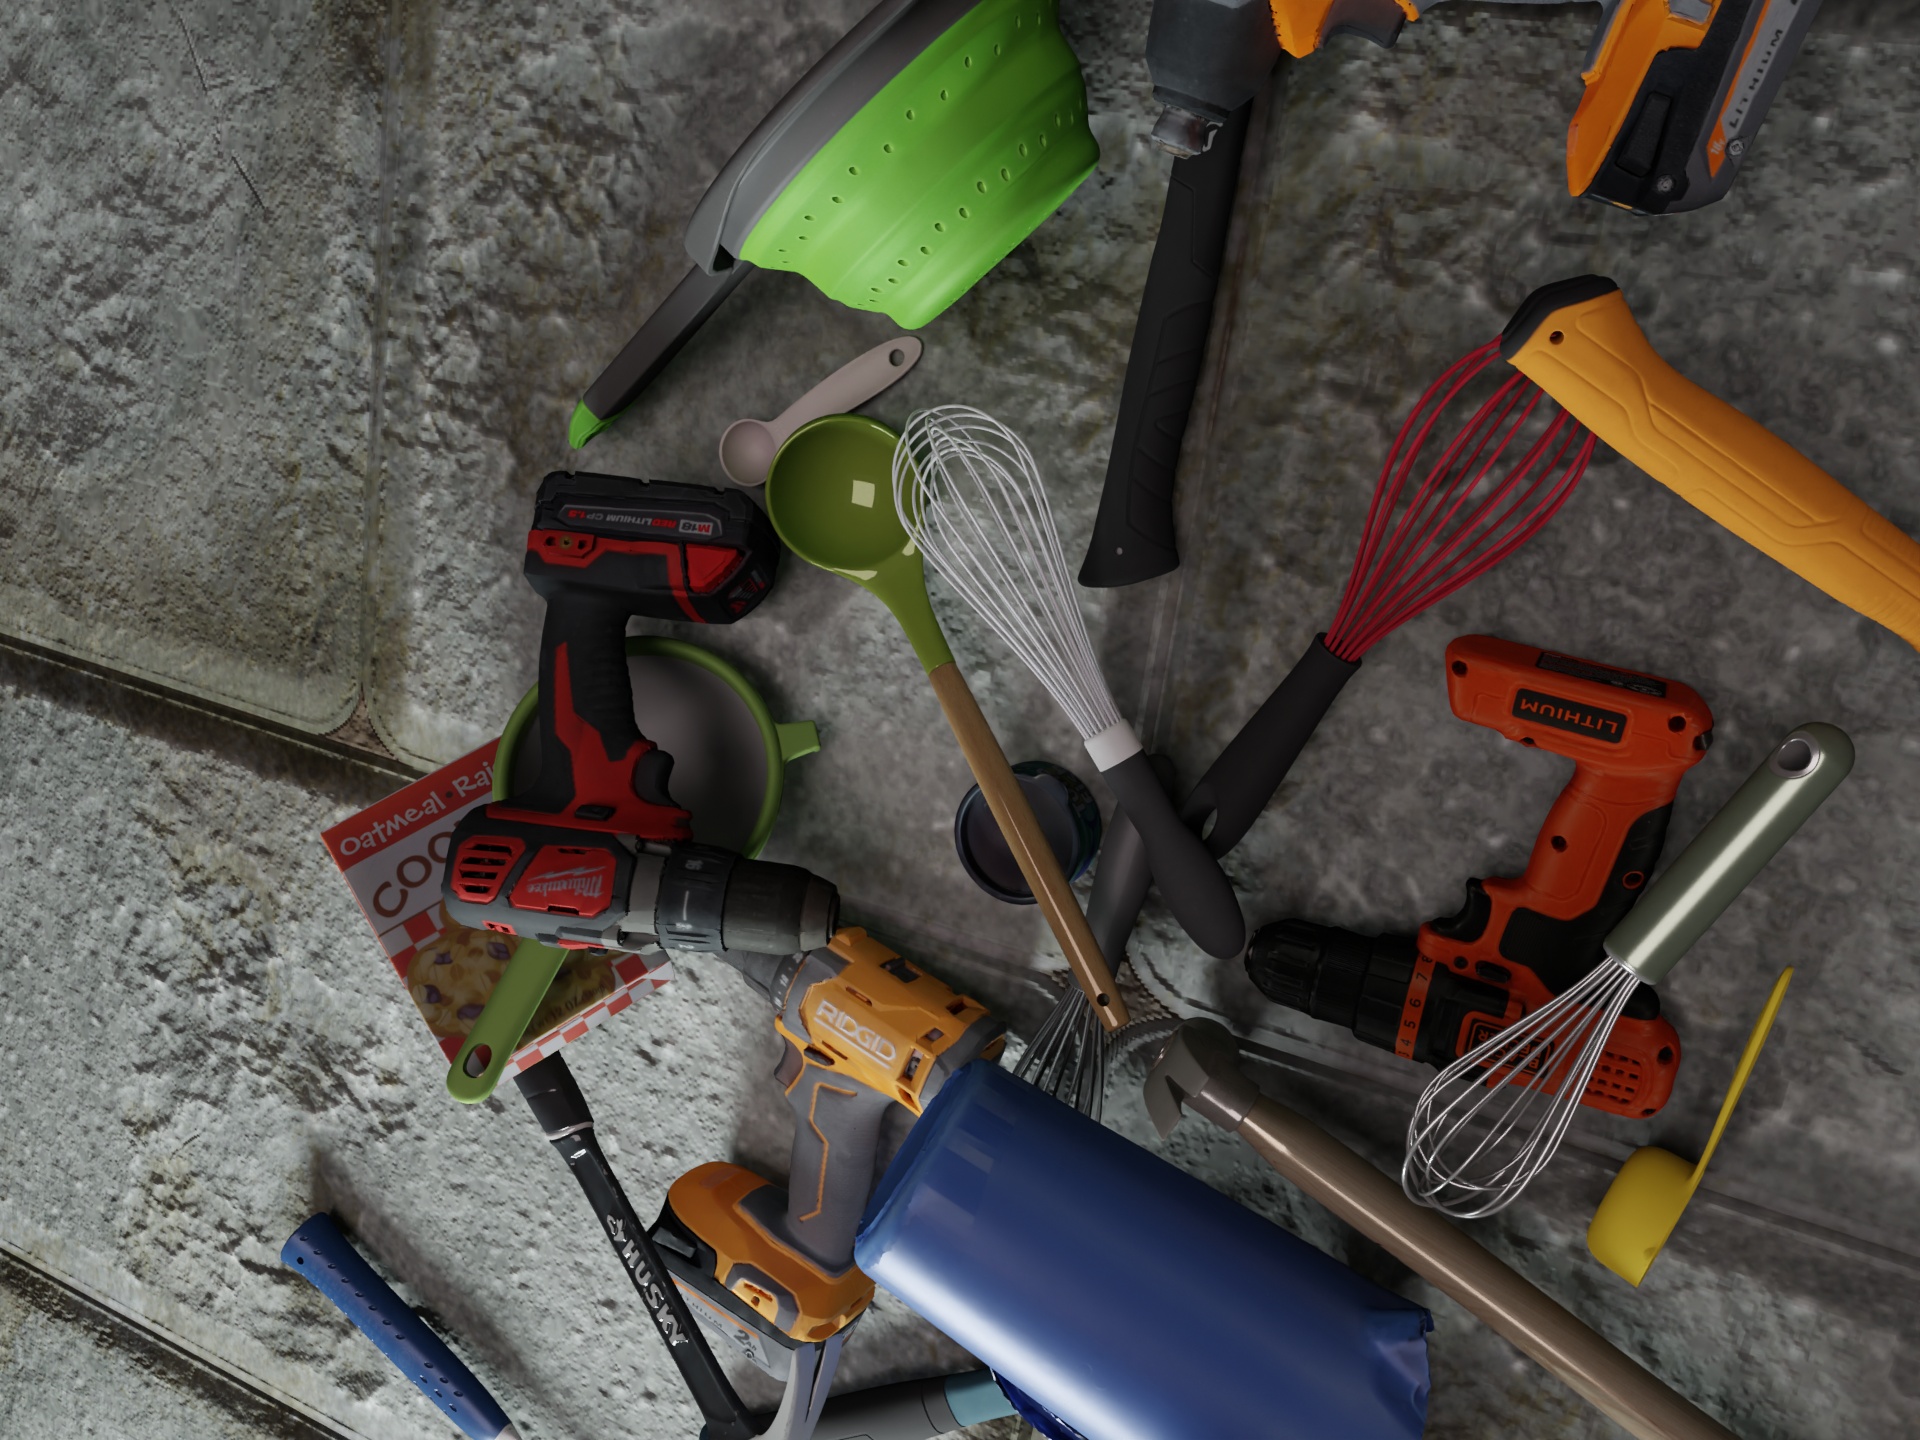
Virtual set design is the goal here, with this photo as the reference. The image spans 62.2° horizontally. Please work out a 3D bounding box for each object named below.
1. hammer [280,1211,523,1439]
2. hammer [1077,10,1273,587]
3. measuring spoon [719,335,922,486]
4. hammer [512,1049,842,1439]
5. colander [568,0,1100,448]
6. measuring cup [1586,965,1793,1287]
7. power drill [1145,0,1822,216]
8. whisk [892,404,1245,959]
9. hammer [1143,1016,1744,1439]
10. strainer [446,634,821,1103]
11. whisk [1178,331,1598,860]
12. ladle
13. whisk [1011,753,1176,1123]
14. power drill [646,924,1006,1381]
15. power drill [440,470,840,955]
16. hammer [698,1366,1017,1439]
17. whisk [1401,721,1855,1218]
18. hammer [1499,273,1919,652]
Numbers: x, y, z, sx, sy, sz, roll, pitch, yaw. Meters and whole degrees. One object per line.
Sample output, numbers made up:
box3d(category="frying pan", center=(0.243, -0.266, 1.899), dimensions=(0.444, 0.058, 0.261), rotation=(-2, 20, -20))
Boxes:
box3d(category="hammer", center=(-0.282, 0.458, 1.010), dimensions=(0.406, 0.035, 0.144), rotation=(37, 114, 15))
box3d(category="hammer", center=(0.097, -0.219, 0.693), dimensions=(0.146, 0.035, 0.334), rotation=(17, 107, 21))
box3d(category="measuring spoon", center=(-0.068, -0.157, 0.799), dimensions=(0.124, 0.018, 0.034), rotation=(-28, 87, 21))
box3d(category="hammer", center=(-0.200, 0.232, 0.853), dimensions=(0.149, 0.036, 0.409), rotation=(-54, 56, 21))
box3d(category="colander", center=(-0.059, -0.202, 0.720), dimensions=(0.094, 0.204, 0.397), rotation=(48, 136, -11))
box3d(category="measuring cup", center=(0.298, 0.163, 0.654), dimensions=(0.029, 0.062, 0.156), rotation=(27, 115, 31))
box3d(category="power drill", center=(0.184, -0.265, 0.592), dimensions=(0.226, 0.084, 0.164), rotation=(23, 110, 7))
box3d(category="whisk", center=(0.053, -0.017, 0.717), dimensions=(0.070, 0.070, 0.284), rotation=(-30, 91, 27))
box3d(category="hammer", center=(0.253, 0.264, 0.666), dimensions=(0.411, 0.146, 0.038), rotation=(35, 93, 11))
box3d(category="strainer", center=(-0.188, 0.081, 0.832), dimensions=(0.151, 0.069, 0.256), rotation=(26, 80, 9))
box3d(category="whisk", center=(0.173, -0.045, 0.678), dimensions=(0.073, 0.073, 0.295), rotation=(40, 120, 14))
box3d(category="ladle", center=(-0.001, -0.002, 0.742), dimensions=(0.078, 0.062, 0.320), rotation=(-30, 76, 13))
box3d(category="whisk", center=(0.062, 0.128, 0.773), dimensions=(0.055, 0.055, 0.239), rotation=(21, 105, 21))
box3d(category="power drill", center=(-0.095, 0.208, 0.848), dimensions=(0.185, 0.084, 0.226), rotation=(30, 108, 20))
box3d(category="power drill", center=(-0.141, 0.004, 0.776), dimensions=(0.188, 0.080, 0.227), rotation=(7, 79, 5))
box3d(category="hammer", center=(-0.012, 0.373, 0.864), dimensions=(0.331, 0.033, 0.128), rotation=(-26, 89, 28))
box3d(category="whisk", center=(0.255, 0.100, 0.616), dimensions=(0.246, 0.059, 0.058), rotation=(-55, 32, 16))
box3d(category="hammer", center=(0.333, -0.042, 0.574), dimensions=(0.337, 0.034, 0.127), rotation=(37, 114, 1))
